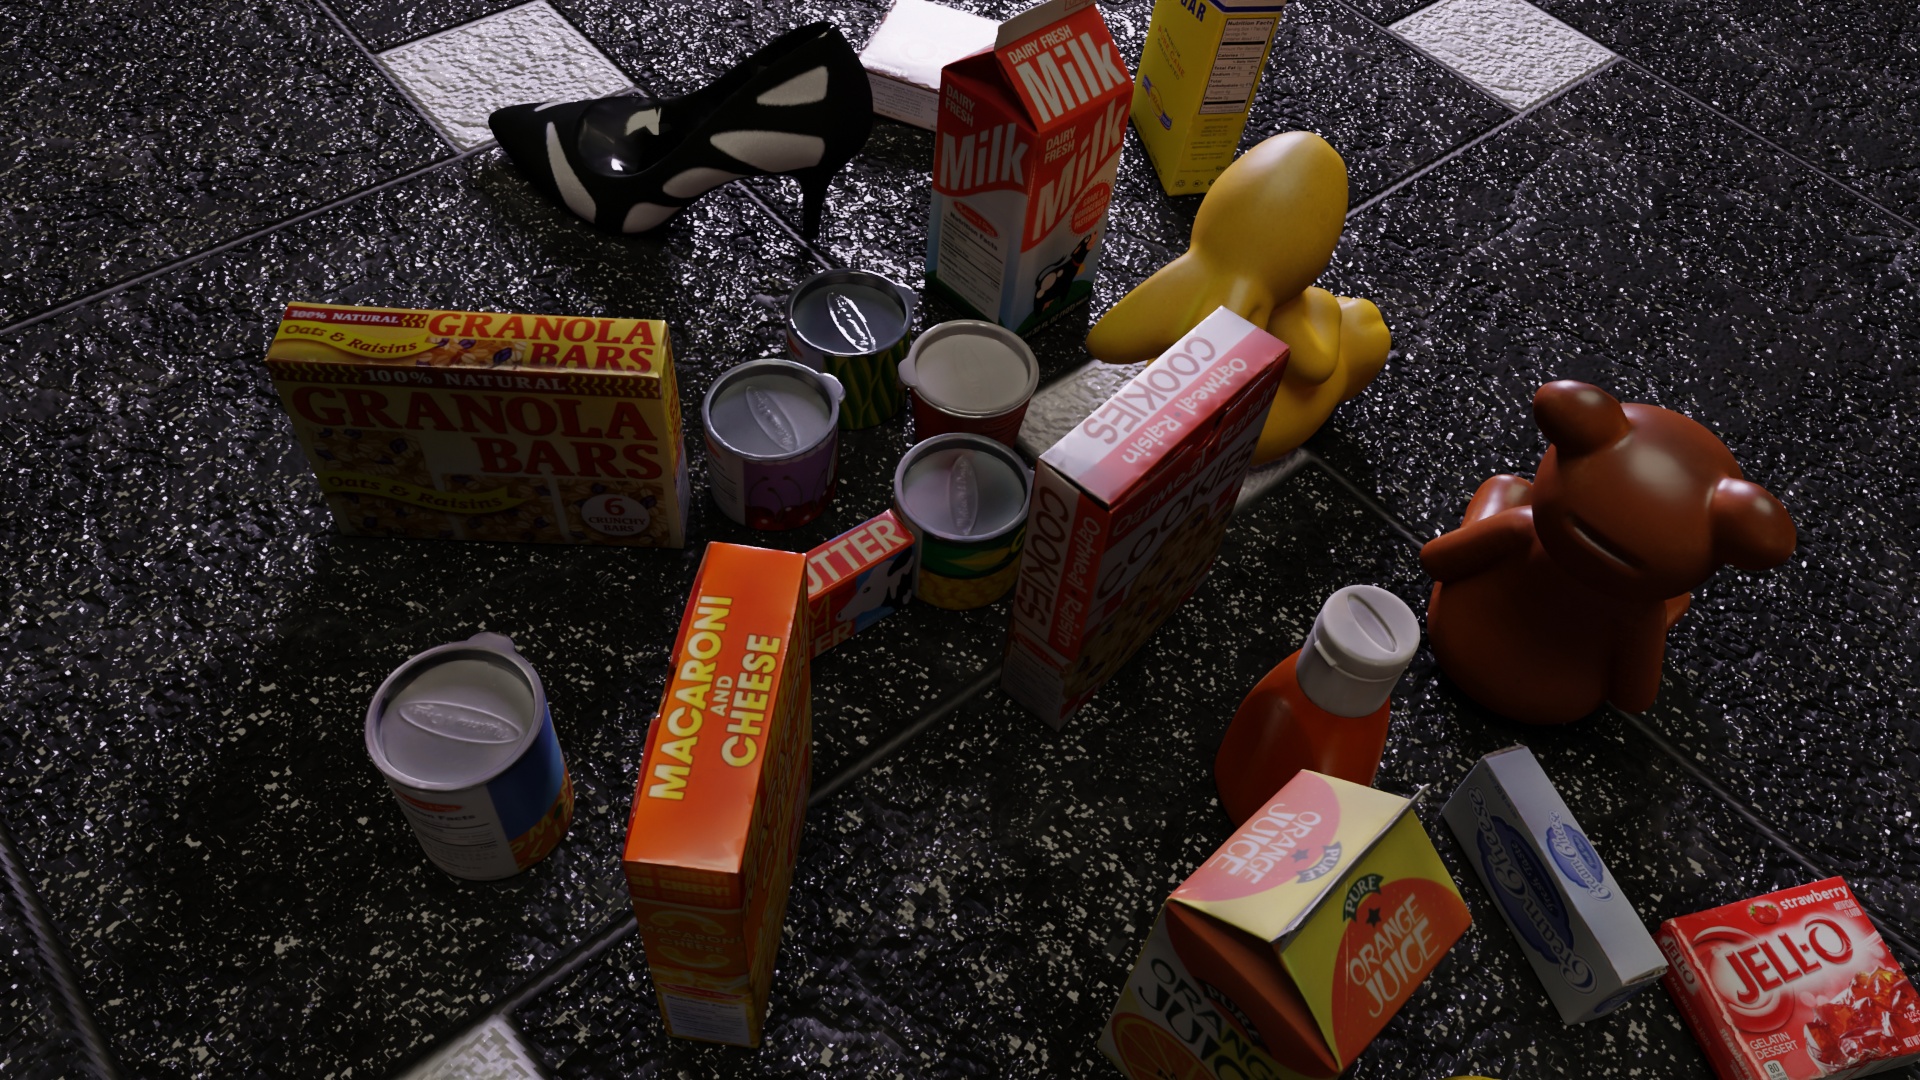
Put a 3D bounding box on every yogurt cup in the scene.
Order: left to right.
[{"bbox_3d":[0.004,-0.073,0.725,0.072,0.053,0.073,3,52,-3],"label":"yogurt cup"}]

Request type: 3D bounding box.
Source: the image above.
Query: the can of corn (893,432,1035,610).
[{"bbox_3d":[0.002,-0.008,0.673,0.071,0.058,0.071,3,52,-3],"label":"can of corn"}]

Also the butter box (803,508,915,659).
[{"bbox_3d":[-0.068,0.030,0.640,0.104,0.052,0.024,-29,60,-24],"label":"butter box"}]

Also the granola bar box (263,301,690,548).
[{"bbox_3d":[-0.214,-0.050,0.643,0.166,0.123,0.039,2,53,-3],"label":"granola bar box"}]

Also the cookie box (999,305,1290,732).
[{"bbox_3d":[0.077,-0.005,0.608,0.040,0.166,0.123,37,58,21],"label":"cookie box"}]

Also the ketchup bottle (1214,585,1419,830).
[{"bbox_3d":[0.144,0.075,0.564,0.044,0.148,0.065,-20,57,-19],"label":"ketchup bottle"}]

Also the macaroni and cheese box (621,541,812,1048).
[{"bbox_3d":[-0.085,0.099,0.514,0.040,0.165,0.124,7,52,0],"label":"macaroni and cheese box"}]

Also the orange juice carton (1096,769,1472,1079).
[{"bbox_3d":[0.110,0.148,0.477,0.072,0.191,0.073,-35,63,-27],"label":"orange juice carton"}]

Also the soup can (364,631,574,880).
[{"bbox_3d":[-0.195,0.089,0.564,0.071,0.083,0.072,3,52,-3],"label":"soup can"}]

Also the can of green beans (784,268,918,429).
[{"bbox_3d":[-0.059,-0.101,0.738,0.071,0.057,0.071,3,52,-3],"label":"can of green beans"}]

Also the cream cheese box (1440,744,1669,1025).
[{"bbox_3d":[0.245,0.144,0.581,0.024,0.053,0.104,-13,55,-15],"label":"cream cheese box"}]

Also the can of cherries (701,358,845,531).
[{"bbox_3d":[-0.091,-0.047,0.694,0.071,0.058,0.072,3,52,-3],"label":"can of cherries"}]

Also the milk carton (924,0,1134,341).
[{"bbox_3d":[0.035,-0.202,0.741,0.072,0.189,0.073,-35,63,-27],"label":"milk carton"}]

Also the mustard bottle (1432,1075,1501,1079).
[{"bbox_3d":[0.160,0.209,0.456,0.049,0.159,0.065,12,53,4],"label":"mustard bottle"}]
